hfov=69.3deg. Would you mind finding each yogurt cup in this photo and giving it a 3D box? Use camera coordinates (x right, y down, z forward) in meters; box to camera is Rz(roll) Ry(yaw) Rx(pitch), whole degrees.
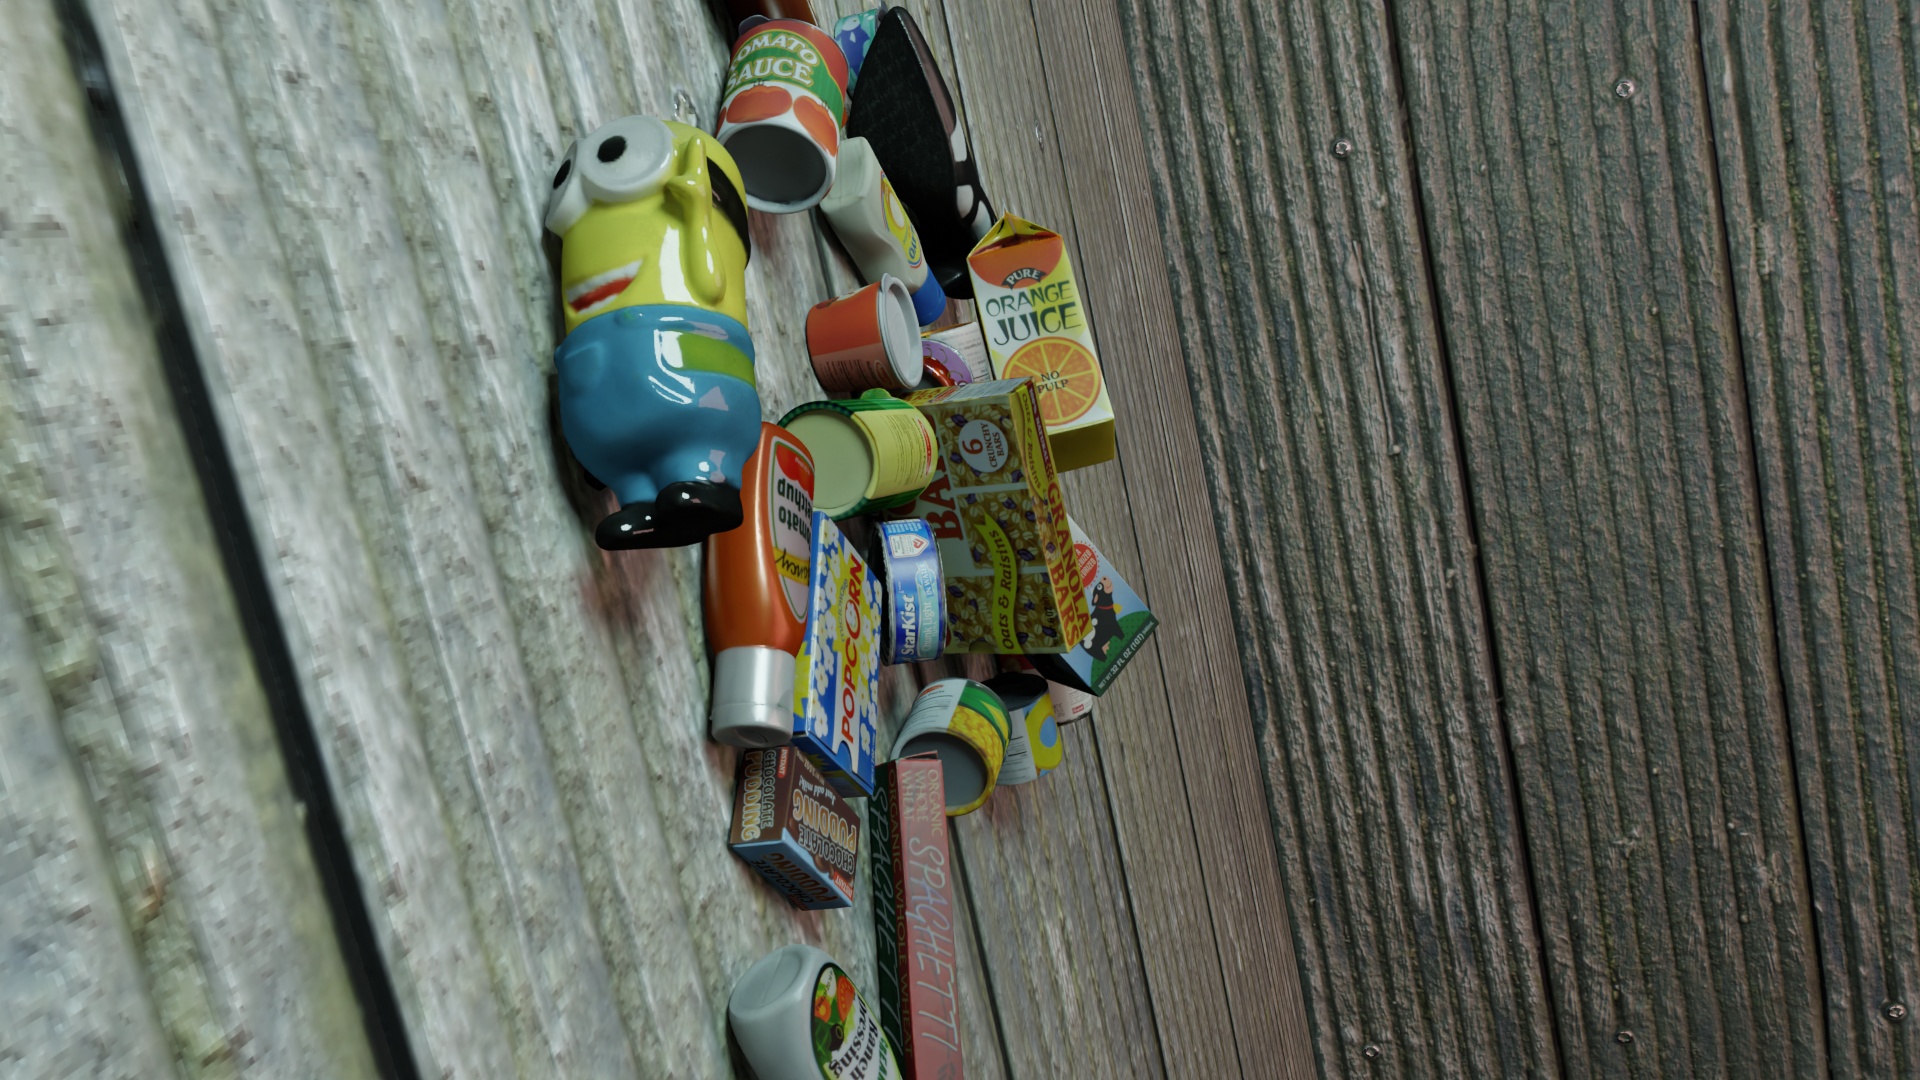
[{"bbox_3d":[-0.058,-0.121,0.841,0.072,0.054,0.072,-11,91,-74],"label":"yogurt cup"}]

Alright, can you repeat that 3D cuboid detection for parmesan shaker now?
[{"bbox_3d":[-0.060,-0.049,0.774,0.103,0.071,0.071,-20,100,-73],"label":"parmesan shaker"}]

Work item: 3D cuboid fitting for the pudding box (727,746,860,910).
[{"bbox_3d":[-0.078,0.140,0.667,0.083,0.030,0.050,61,26,-48],"label":"pudding box"}]

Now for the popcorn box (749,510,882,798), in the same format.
[{"bbox_3d":[-0.074,0.059,0.715,0.085,0.038,0.127,59,27,-54],"label":"popcorn box"}]

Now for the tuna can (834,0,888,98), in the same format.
[{"bbox_3d":[-0.063,-0.345,0.989,0.071,0.033,0.071,-11,91,-74],"label":"tuna can"}]

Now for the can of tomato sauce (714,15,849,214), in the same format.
[{"bbox_3d":[-0.097,-0.230,0.749,0.071,0.071,0.083,59,27,-51],"label":"can of tomato sauce"}]

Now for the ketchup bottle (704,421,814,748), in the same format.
[{"bbox_3d":[-0.095,0.021,0.654,0.064,0.043,0.149,52,33,-59],"label":"ketchup bottle"}]

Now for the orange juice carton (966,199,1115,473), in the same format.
[{"bbox_3d":[0.053,-0.148,1.001,0.071,0.073,0.193,73,3,-68],"label":"orange juice carton"}]

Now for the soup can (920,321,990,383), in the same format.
[{"bbox_3d":[-0.012,-0.105,0.974,0.071,0.071,0.083,-46,124,-70],"label":"soup can"}]

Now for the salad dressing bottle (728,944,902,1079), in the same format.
[{"bbox_3d":[-0.047,0.250,0.626,0.147,0.044,0.064,59,22,-19],"label":"salad dressing bottle"}]

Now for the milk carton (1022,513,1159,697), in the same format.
[{"bbox_3d":[0.042,0.015,0.950,0.072,0.073,0.190,-48,113,-16],"label":"milk carton"}]

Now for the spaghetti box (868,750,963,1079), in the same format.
[{"bbox_3d":[-0.023,0.243,0.756,0.050,0.029,0.250,144,-55,-61],"label":"spaghetti box"}]

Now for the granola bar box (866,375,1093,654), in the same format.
[{"bbox_3d":[0.003,-0.011,0.854,0.039,0.124,0.165,-37,117,-52],"label":"granola bar box"}]

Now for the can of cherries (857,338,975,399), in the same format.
[{"bbox_3d":[-0.026,-0.092,0.905,0.058,0.071,0.071,-57,135,-67],"label":"can of cherries"}]

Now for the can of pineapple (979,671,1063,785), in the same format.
[{"bbox_3d":[0.037,0.134,0.994,0.071,0.071,0.057,-56,135,-67],"label":"can of pineapple"}]

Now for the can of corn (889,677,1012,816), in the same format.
[{"bbox_3d":[-0.004,0.129,0.856,0.058,0.071,0.071,-63,140,-63],"label":"can of corn"}]

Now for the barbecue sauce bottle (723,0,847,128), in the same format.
[{"bbox_3d":[-0.106,-0.295,0.781,0.065,0.044,0.148,45,-15,42],"label":"barbecue sauce bottle"}]

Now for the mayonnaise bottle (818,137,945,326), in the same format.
[{"bbox_3d":[-0.051,-0.200,0.933,0.147,0.041,0.065,53,30,-57],"label":"mayonnaise bottle"}]
